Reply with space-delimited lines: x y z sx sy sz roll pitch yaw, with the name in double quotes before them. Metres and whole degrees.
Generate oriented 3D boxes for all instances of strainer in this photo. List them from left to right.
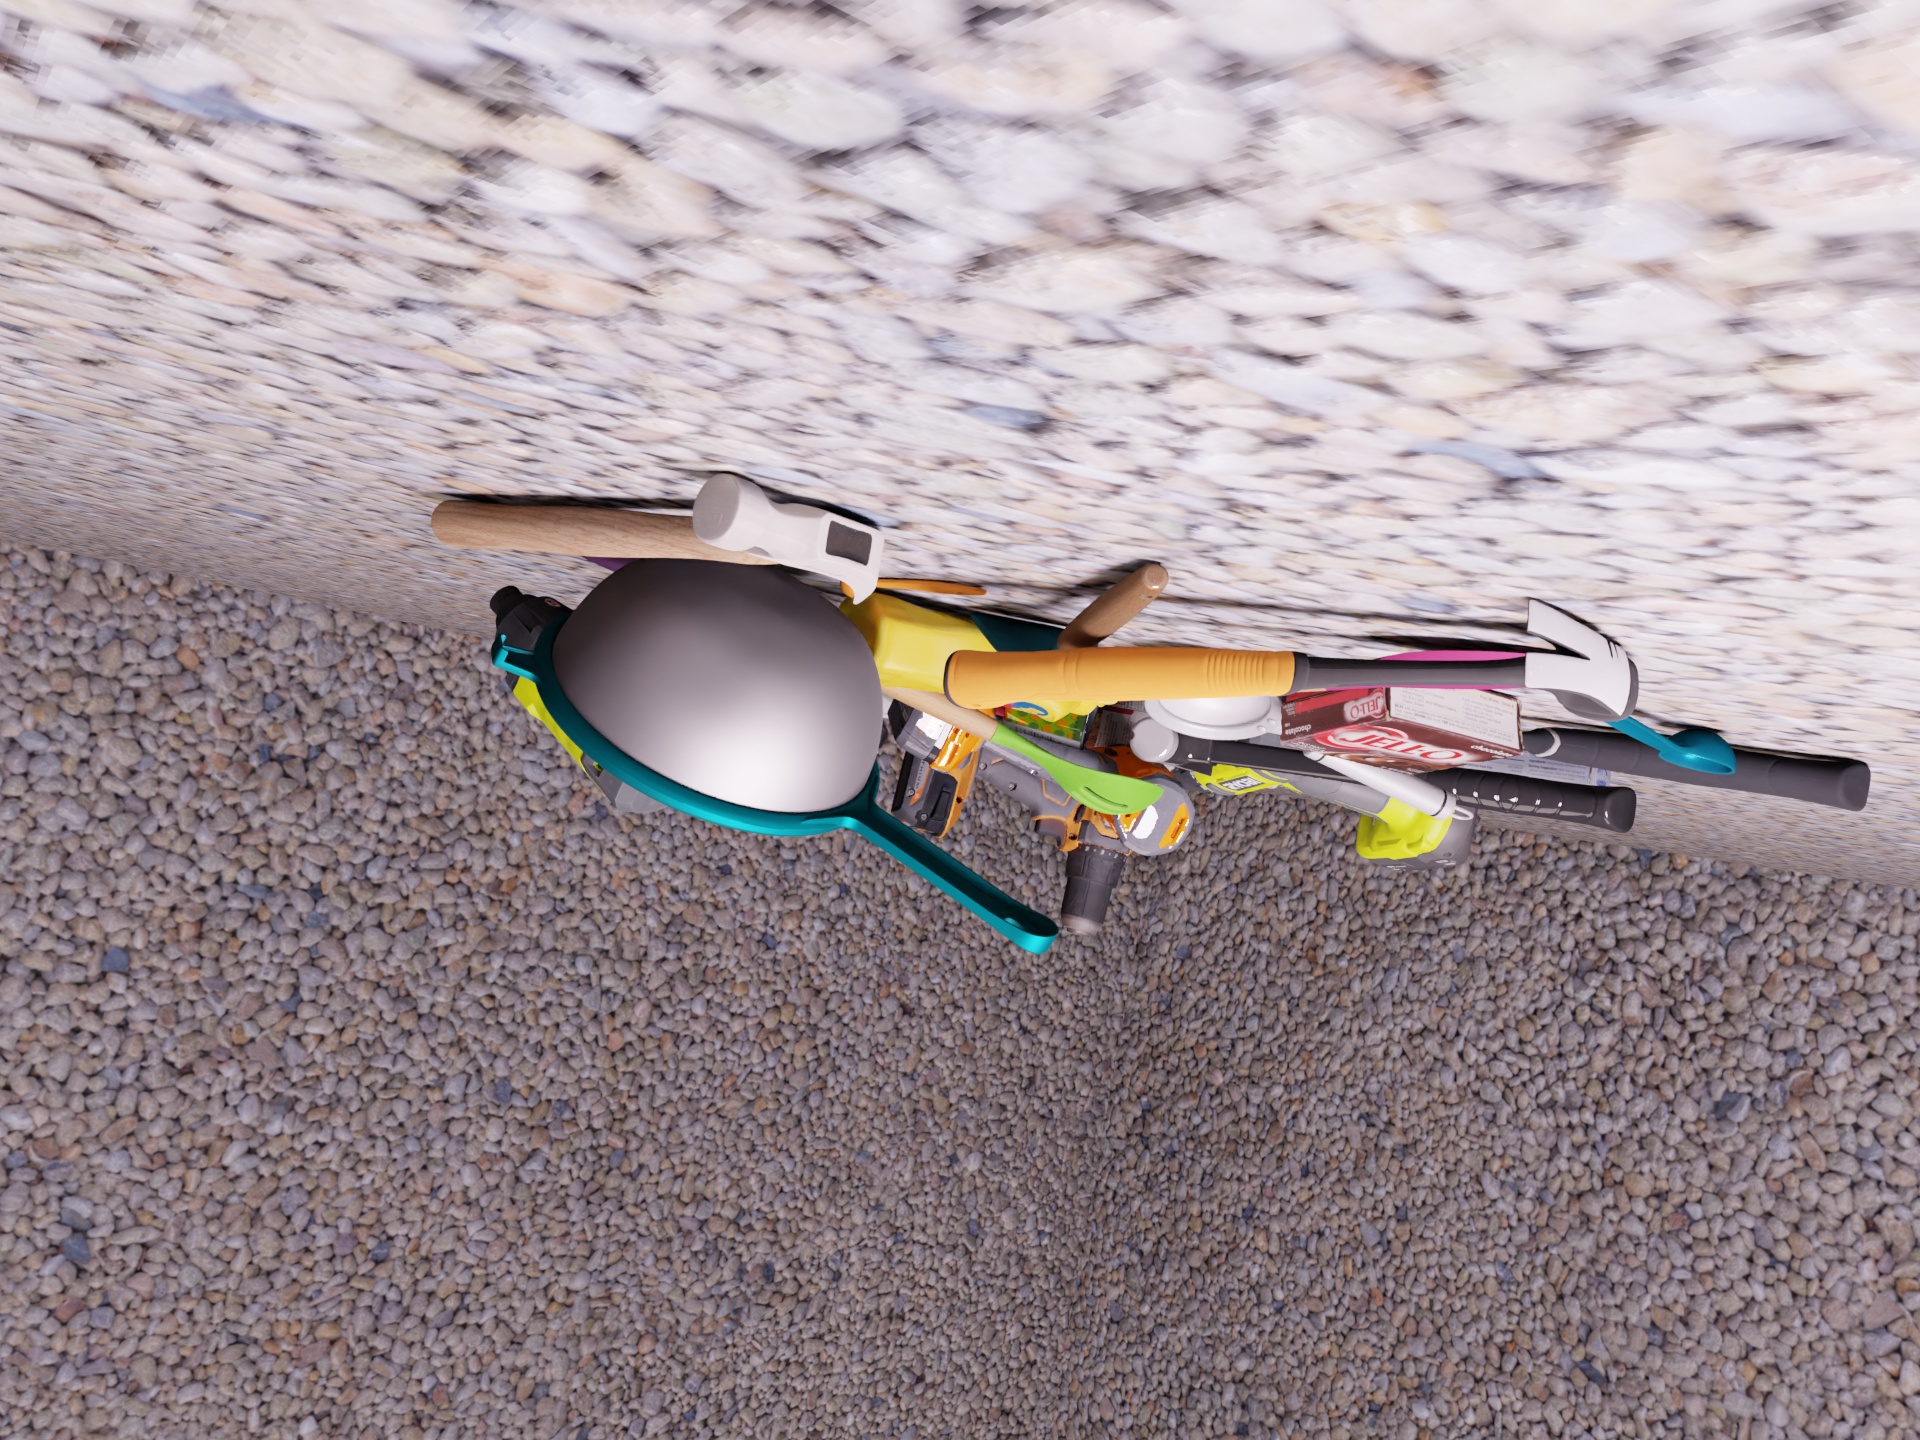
"strainer" -0.073 -0.001 0.881 0.340 0.095 0.211 34 -155 13
"strainer" 0.218 0.011 1.007 0.258 0.050 0.087 25 151 -14

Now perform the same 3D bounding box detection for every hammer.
"hammer" -0.168 -0.094 0.807 0.331 0.031 0.130 9 177 43
"hammer" 0.129 -0.022 0.749 0.337 0.034 0.127 0 173 36
"hammer" 0.296 0.038 1.121 0.335 0.035 0.146 8 178 21
"hammer" 0.361 0.013 1.038 0.409 0.036 0.149 9 178 26

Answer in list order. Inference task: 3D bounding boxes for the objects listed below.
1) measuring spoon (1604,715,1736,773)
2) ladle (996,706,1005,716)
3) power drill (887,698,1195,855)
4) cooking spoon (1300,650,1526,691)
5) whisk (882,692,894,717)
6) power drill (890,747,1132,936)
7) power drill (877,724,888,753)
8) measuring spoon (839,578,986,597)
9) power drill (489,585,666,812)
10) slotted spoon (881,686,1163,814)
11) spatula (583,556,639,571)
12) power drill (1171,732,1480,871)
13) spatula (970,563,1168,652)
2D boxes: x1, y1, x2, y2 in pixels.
"measuring spoon" 0.395 0.002 0.903 0.128 0.021 0.042 22 173 -29
"ladle" -0.019 -0.029 1.337 0.315 0.031 0.069 22 -165 -31
"power drill" 0.061 0.019 1.227 0.226 0.084 0.164 25 -171 -11
"cooking spoon" 0.164 -0.022 0.823 0.319 0.017 0.068 -1 173 29
"whisk" -0.092 -0.039 1.227 0.058 0.059 0.246 -20 162 12
"power drill" 0.054 0.087 1.461 0.226 0.185 0.084 15 171 -9
"power drill" -0.170 -0.022 1.260 0.226 0.080 0.188 36 174 -23
"measuring spoon" -0.029 -0.074 0.915 0.117 0.011 0.021 8 177 44
"power drill" -0.181 -0.027 1.015 0.171 0.080 0.223 45 -155 21
"slotted spoon" -0.002 -0.003 1.073 0.313 0.031 0.070 26 164 -14
"spatula" -0.189 -0.090 1.145 0.060 0.018 0.315 6 176 14
"power drill" 0.298 0.055 1.336 0.228 0.080 0.190 20 166 -14
"spatula" 0.064 -0.056 0.843 0.082 0.044 0.317 11 173 -7
